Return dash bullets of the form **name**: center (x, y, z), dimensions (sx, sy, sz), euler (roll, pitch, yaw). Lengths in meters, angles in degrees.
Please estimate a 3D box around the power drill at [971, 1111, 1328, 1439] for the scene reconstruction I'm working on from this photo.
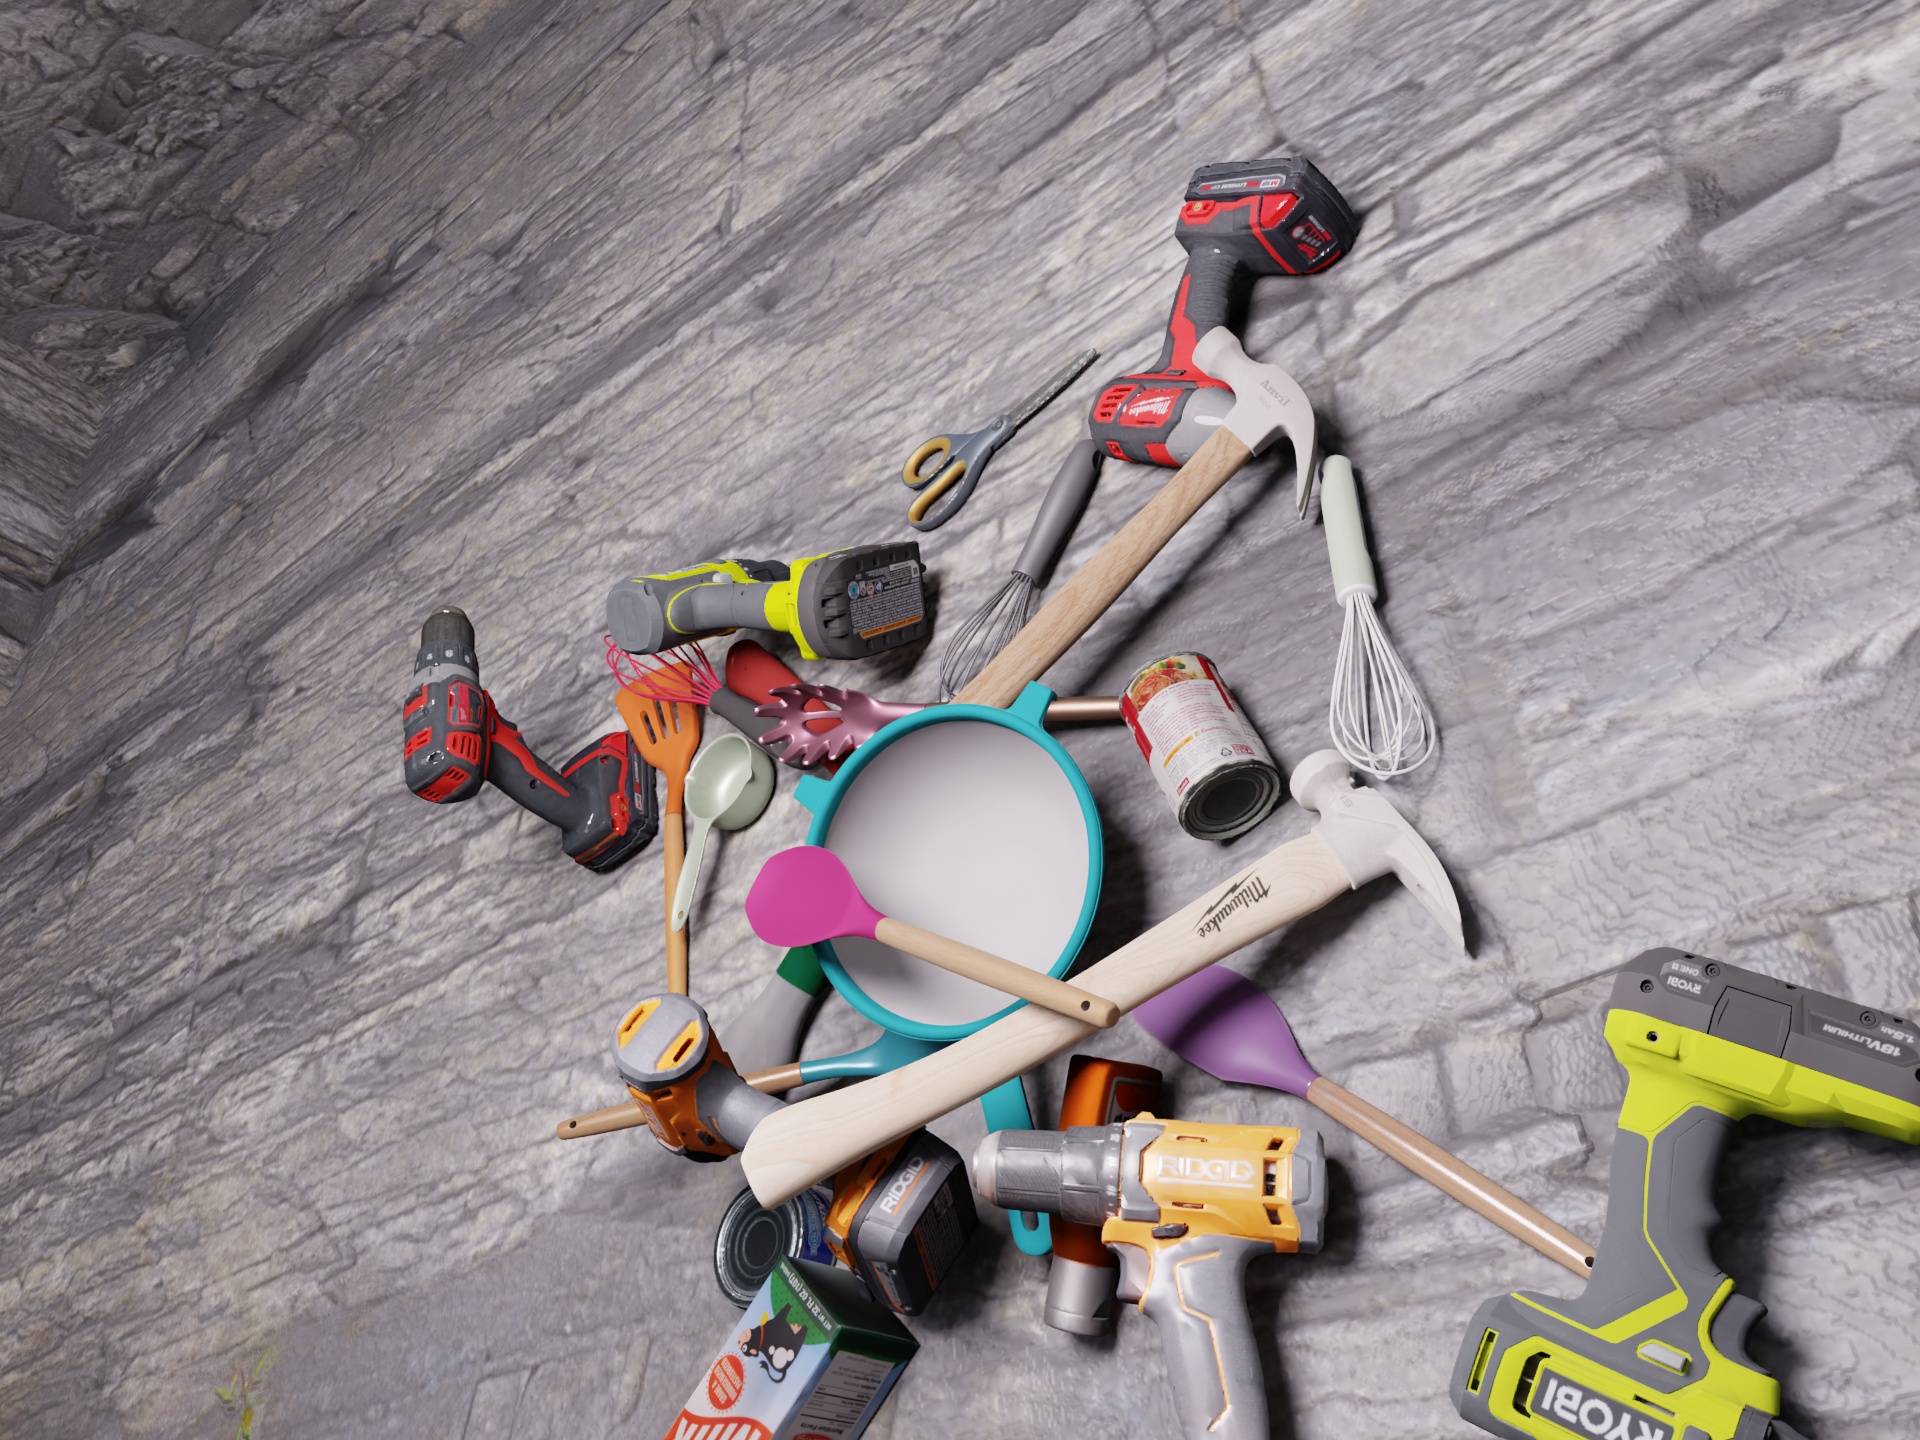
- **power drill**: center (0.089, 0.311, 0.799), dimensions (0.185, 0.084, 0.226), euler (2, 62, 11)

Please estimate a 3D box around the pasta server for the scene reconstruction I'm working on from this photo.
- **pasta server**: center (-0.002, -0.004, 1.110), dimensions (0.316, 0.040, 0.060), euler (-2, 103, 28)

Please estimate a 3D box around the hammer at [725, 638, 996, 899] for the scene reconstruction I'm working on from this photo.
- **hammer**: center (-0.087, 0.015, 1.223), dimensions (0.149, 0.036, 0.359), euler (-53, 42, 4)

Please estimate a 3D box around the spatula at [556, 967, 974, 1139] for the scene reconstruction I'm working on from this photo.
- **spatula**: center (-0.135, 0.240, 1.082), dimensions (0.317, 0.044, 0.082), euler (-16, 52, 10)

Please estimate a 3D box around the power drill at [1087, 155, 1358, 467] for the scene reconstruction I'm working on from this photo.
- **power drill**: center (0.188, -0.280, 1.124), dimensions (0.143, 0.078, 0.220), euler (16, 80, 47)

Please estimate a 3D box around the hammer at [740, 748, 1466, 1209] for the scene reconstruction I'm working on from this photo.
- **hammer**: center (0.071, 0.162, 0.872), dimensions (0.410, 0.038, 0.146), euler (-29, 43, -3)

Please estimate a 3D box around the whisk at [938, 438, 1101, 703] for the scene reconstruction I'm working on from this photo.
- **whisk**: center (0.046, -0.108, 1.169), dimensions (0.055, 0.055, 0.239), euler (13, 71, 47)

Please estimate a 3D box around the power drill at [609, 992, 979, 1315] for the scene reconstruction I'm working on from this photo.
- **power drill**: center (-0.104, 0.268, 0.978), dimensions (0.227, 0.164, 0.084), euler (24, 58, 24)

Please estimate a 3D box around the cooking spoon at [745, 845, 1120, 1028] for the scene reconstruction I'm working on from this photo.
- **cooking spoon**: center (-0.028, 0.129, 0.928), dimensions (0.319, 0.017, 0.069), euler (12, 70, 47)

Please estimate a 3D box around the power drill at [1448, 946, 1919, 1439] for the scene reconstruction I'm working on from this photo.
- **power drill**: center (0.326, 0.224, 0.672), dimensions (0.171, 0.080, 0.223), euler (17, 81, 33)

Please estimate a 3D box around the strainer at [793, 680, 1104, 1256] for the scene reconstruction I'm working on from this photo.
- **strainer**: center (0.024, 0.159, 1.002), dimensions (0.211, 0.095, 0.341), euler (-22, 69, 21)

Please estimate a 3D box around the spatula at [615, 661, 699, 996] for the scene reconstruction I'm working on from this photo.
- **spatula**: center (-0.243, 0.097, 1.315), dimensions (0.081, 0.041, 0.323), euler (-22, 52, 17)

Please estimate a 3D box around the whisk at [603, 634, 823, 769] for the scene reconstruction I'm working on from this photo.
- **whisk**: center (-0.205, -0.024, 1.290), dimensions (0.296, 0.073, 0.073), euler (29, 86, 42)

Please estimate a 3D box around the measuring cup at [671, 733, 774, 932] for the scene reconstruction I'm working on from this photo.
- **measuring cup**: center (-0.195, 0.094, 1.276), dimensions (0.083, 0.038, 0.168), euler (-4, 65, 42)

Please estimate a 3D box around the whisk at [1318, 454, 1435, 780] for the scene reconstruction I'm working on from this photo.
- **whisk**: center (0.243, -0.069, 0.966), dimensions (0.059, 0.057, 0.247), euler (-2, 55, 4)

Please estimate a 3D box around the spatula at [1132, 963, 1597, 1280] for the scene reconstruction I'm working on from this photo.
- **spatula**: center (0.209, 0.205, 0.841), dimensions (0.060, 0.018, 0.316), euler (-50, 40, -10)

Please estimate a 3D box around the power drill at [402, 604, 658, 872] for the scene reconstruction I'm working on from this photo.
- **power drill**: center (-0.368, 0.014, 1.343), dimensions (0.080, 0.226, 0.188), euler (-34, 47, 23)

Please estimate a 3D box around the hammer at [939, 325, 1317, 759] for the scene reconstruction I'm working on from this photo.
- **hammer**: center (0.104, -0.100, 1.053), dimensions (0.331, 0.031, 0.130), euler (-46, 69, 6)

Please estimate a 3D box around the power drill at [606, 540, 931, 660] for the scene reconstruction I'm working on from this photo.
- **power drill**: center (-0.139, -0.098, 1.264), dimensions (0.228, 0.190, 0.080), euler (2, 105, 35)
